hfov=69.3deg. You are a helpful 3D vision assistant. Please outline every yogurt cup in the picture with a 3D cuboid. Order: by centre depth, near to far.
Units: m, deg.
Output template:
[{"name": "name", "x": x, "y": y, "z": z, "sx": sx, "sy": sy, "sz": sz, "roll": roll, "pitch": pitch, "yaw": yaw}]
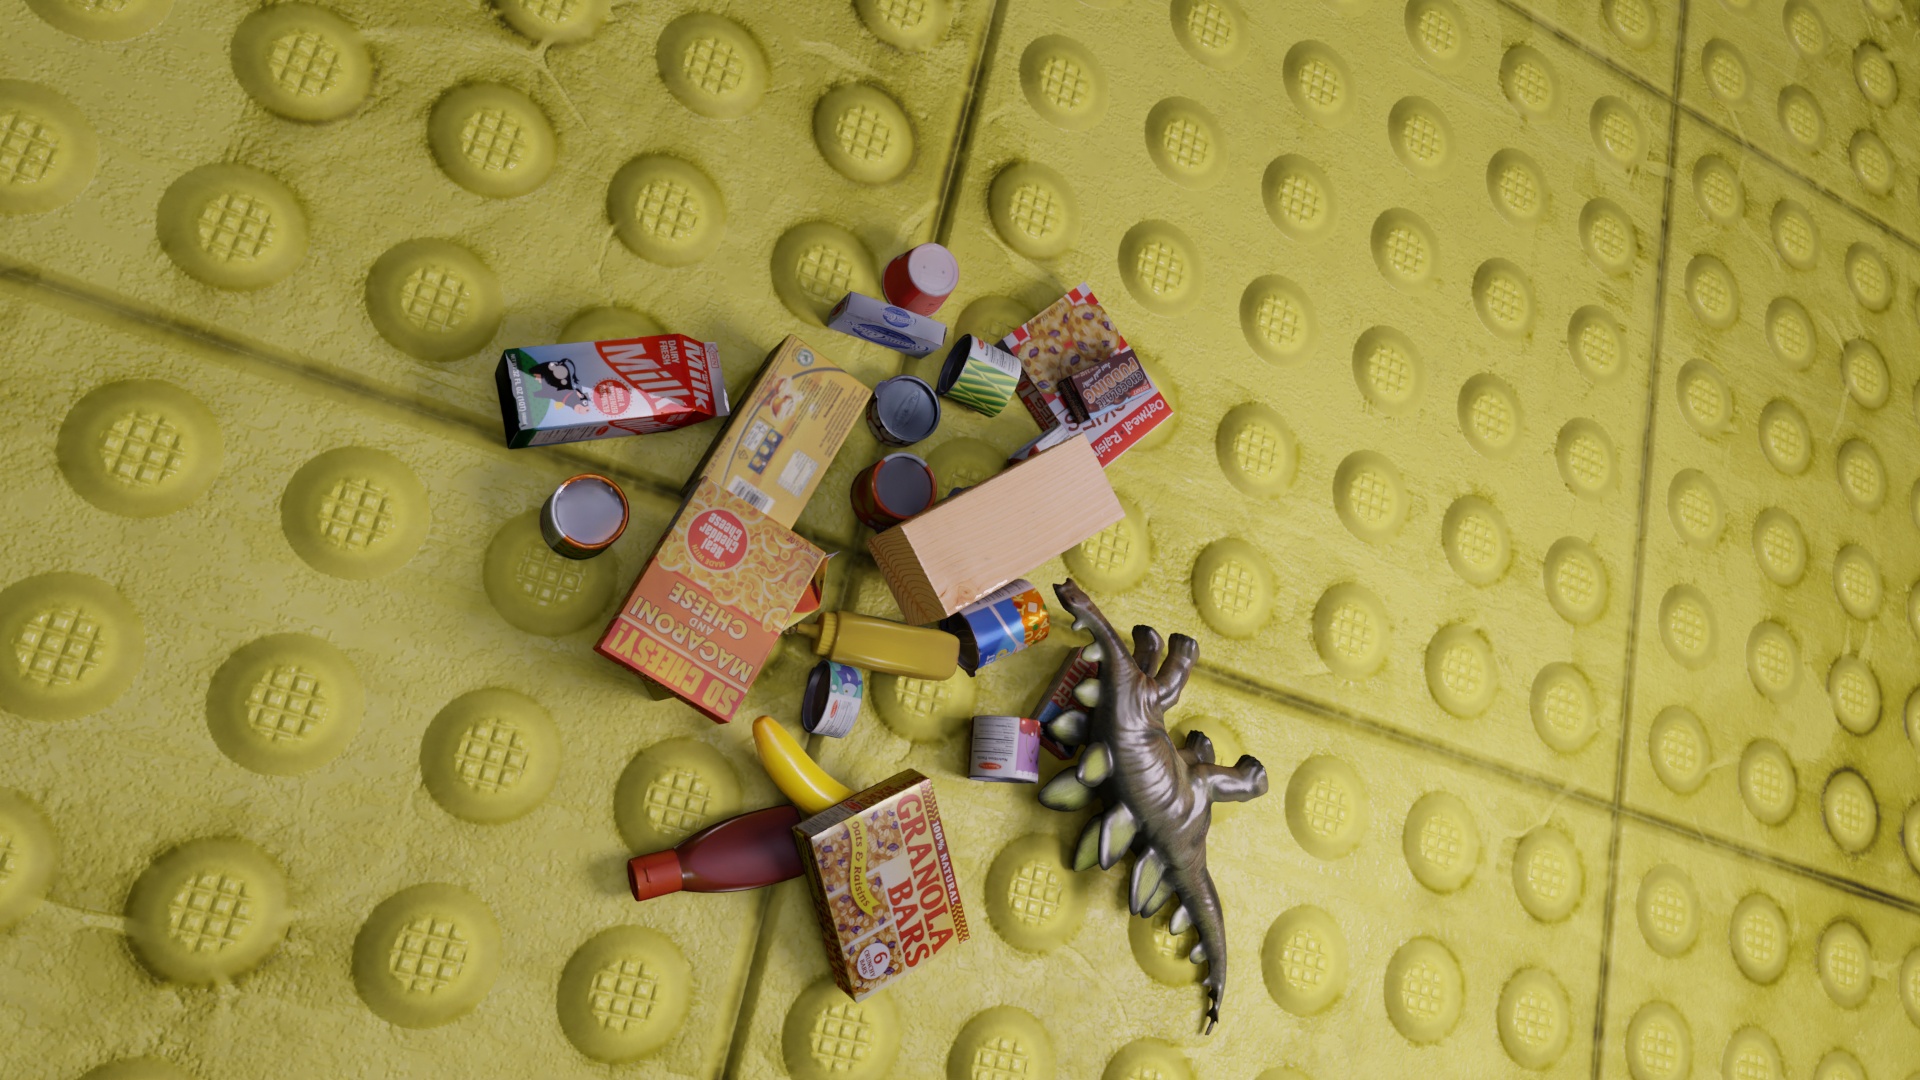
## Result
[{"name": "yogurt cup", "x": -0.036, "y": -0.257, "z": 1.363, "sx": 0.072, "sy": 0.054, "sz": 0.072, "roll": 5, "pitch": 79, "yaw": -24}]

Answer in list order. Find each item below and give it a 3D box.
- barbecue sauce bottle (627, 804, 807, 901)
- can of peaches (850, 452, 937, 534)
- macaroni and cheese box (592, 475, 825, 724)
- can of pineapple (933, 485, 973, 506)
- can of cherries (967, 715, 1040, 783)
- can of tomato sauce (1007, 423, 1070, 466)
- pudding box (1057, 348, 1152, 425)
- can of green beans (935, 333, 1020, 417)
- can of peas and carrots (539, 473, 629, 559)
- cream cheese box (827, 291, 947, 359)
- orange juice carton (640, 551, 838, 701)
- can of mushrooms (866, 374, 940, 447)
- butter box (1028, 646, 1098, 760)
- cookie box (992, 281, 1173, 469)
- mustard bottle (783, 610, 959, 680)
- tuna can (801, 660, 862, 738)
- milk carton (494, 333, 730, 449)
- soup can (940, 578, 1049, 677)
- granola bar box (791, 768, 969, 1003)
[{"name": "barbecue sauce bottle", "x": -0.206, "y": 0.271, "z": 1.184, "sx": 0.149, "sy": 0.043, "sz": 0.065, "roll": -9, "pitch": 75, "yaw": -26}, {"name": "can of peaches", "x": -0.062, "y": -0.043, "z": 1.306, "sx": 0.071, "sy": 0.058, "sz": 0.071, "roll": 5, "pitch": 77, "yaw": -24}, {"name": "macaroni and cheese box", "x": -0.206, "y": 0.050, "z": 1.149, "sx": 0.123, "sy": 0.040, "sz": 0.167, "roll": 34, "pitch": 68, "yaw": -16}, {"name": "can of pineapple", "x": 0.005, "y": -0.017, "z": 1.332, "sx": 0.071, "sy": 0.057, "sz": 0.071, "roll": 5, "pitch": 78, "yaw": -24}, {"name": "can of cherries", "x": 0.042, "y": 0.197, "z": 1.305, "sx": 0.071, "sy": 0.071, "sz": 0.058, "roll": 9, "pitch": 75, "yaw": -23}, {"name": "can of tomato sauce", "x": 0.094, "y": -0.064, "z": 1.380, "sx": 0.071, "sy": 0.071, "sz": 0.083, "roll": -37, "pitch": 96, "yaw": -26}, {"name": "pudding box", "x": 0.145, "y": -0.154, "z": 1.394, "sx": 0.084, "sy": 0.030, "sz": 0.049, "roll": -26, "pitch": 91, "yaw": -26}, {"name": "can of green beans", "x": 0.018, "y": -0.161, "z": 1.362, "sx": 0.058, "sy": 0.071, "sz": 0.071, "roll": 24, "pitch": 71, "yaw": -20}, {"name": "can of peas and carrots", "x": -0.317, "y": -0.021, "z": 1.182, "sx": 0.071, "sy": 0.058, "sz": 0.071, "roll": 5, "pitch": 79, "yaw": -24}, {"name": "cream cheese box", "x": -0.071, "y": -0.206, "z": 1.337, "sx": 0.104, "sy": 0.053, "sz": 0.024, "roll": 16, "pitch": 76, "yaw": -22}, {"name": "orange juice carton", "x": -0.195, "y": 0.059, "z": 1.216, "sx": 0.193, "sy": 0.071, "sz": 0.073, "roll": -32, "pitch": 95, "yaw": -26}, {"name": "can of mushrooms", "x": -0.057, "y": -0.126, "z": 1.338, "sx": 0.071, "sy": 0.033, "sz": 0.071, "roll": 5, "pitch": 79, "yaw": -24}, {"name": "butter box", "x": 0.109, "y": 0.159, "z": 1.364, "sx": 0.053, "sy": 0.024, "sz": 0.104, "roll": 40, "pitch": 66, "yaw": -14}, {"name": "cookie box", "x": 0.125, "y": -0.163, "z": 1.428, "sx": 0.123, "sy": 0.040, "sz": 0.167, "roll": -38, "pitch": 96, "yaw": -26}, {"name": "mustard bottle", "x": -0.083, "y": 0.093, "z": 1.268, "sx": 0.160, "sy": 0.065, "sz": 0.049, "roll": 13, "pitch": 78, "yaw": -18}, {"name": "tuna can", "x": -0.115, "y": 0.141, "z": 1.243, "sx": 0.033, "sy": 0.071, "sz": 0.071, "roll": 16, "pitch": 74, "yaw": -23}, {"name": "milk carton", "x": -0.297, "y": -0.132, "z": 1.205, "sx": 0.191, "sy": 0.073, "sz": 0.072, "roll": -9, "pitch": 84, "yaw": -26}, {"name": "soup can", "x": 0.034, "y": 0.082, "z": 1.322, "sx": 0.084, "sy": 0.071, "sz": 0.071, "roll": -20, "pitch": 89, "yaw": -27}, {"name": "granola bar box", "x": -0.068, "y": 0.300, "z": 1.218, "sx": 0.125, "sy": 0.039, "sz": 0.165, "roll": -22, "pitch": 109, "yaw": -29}]
